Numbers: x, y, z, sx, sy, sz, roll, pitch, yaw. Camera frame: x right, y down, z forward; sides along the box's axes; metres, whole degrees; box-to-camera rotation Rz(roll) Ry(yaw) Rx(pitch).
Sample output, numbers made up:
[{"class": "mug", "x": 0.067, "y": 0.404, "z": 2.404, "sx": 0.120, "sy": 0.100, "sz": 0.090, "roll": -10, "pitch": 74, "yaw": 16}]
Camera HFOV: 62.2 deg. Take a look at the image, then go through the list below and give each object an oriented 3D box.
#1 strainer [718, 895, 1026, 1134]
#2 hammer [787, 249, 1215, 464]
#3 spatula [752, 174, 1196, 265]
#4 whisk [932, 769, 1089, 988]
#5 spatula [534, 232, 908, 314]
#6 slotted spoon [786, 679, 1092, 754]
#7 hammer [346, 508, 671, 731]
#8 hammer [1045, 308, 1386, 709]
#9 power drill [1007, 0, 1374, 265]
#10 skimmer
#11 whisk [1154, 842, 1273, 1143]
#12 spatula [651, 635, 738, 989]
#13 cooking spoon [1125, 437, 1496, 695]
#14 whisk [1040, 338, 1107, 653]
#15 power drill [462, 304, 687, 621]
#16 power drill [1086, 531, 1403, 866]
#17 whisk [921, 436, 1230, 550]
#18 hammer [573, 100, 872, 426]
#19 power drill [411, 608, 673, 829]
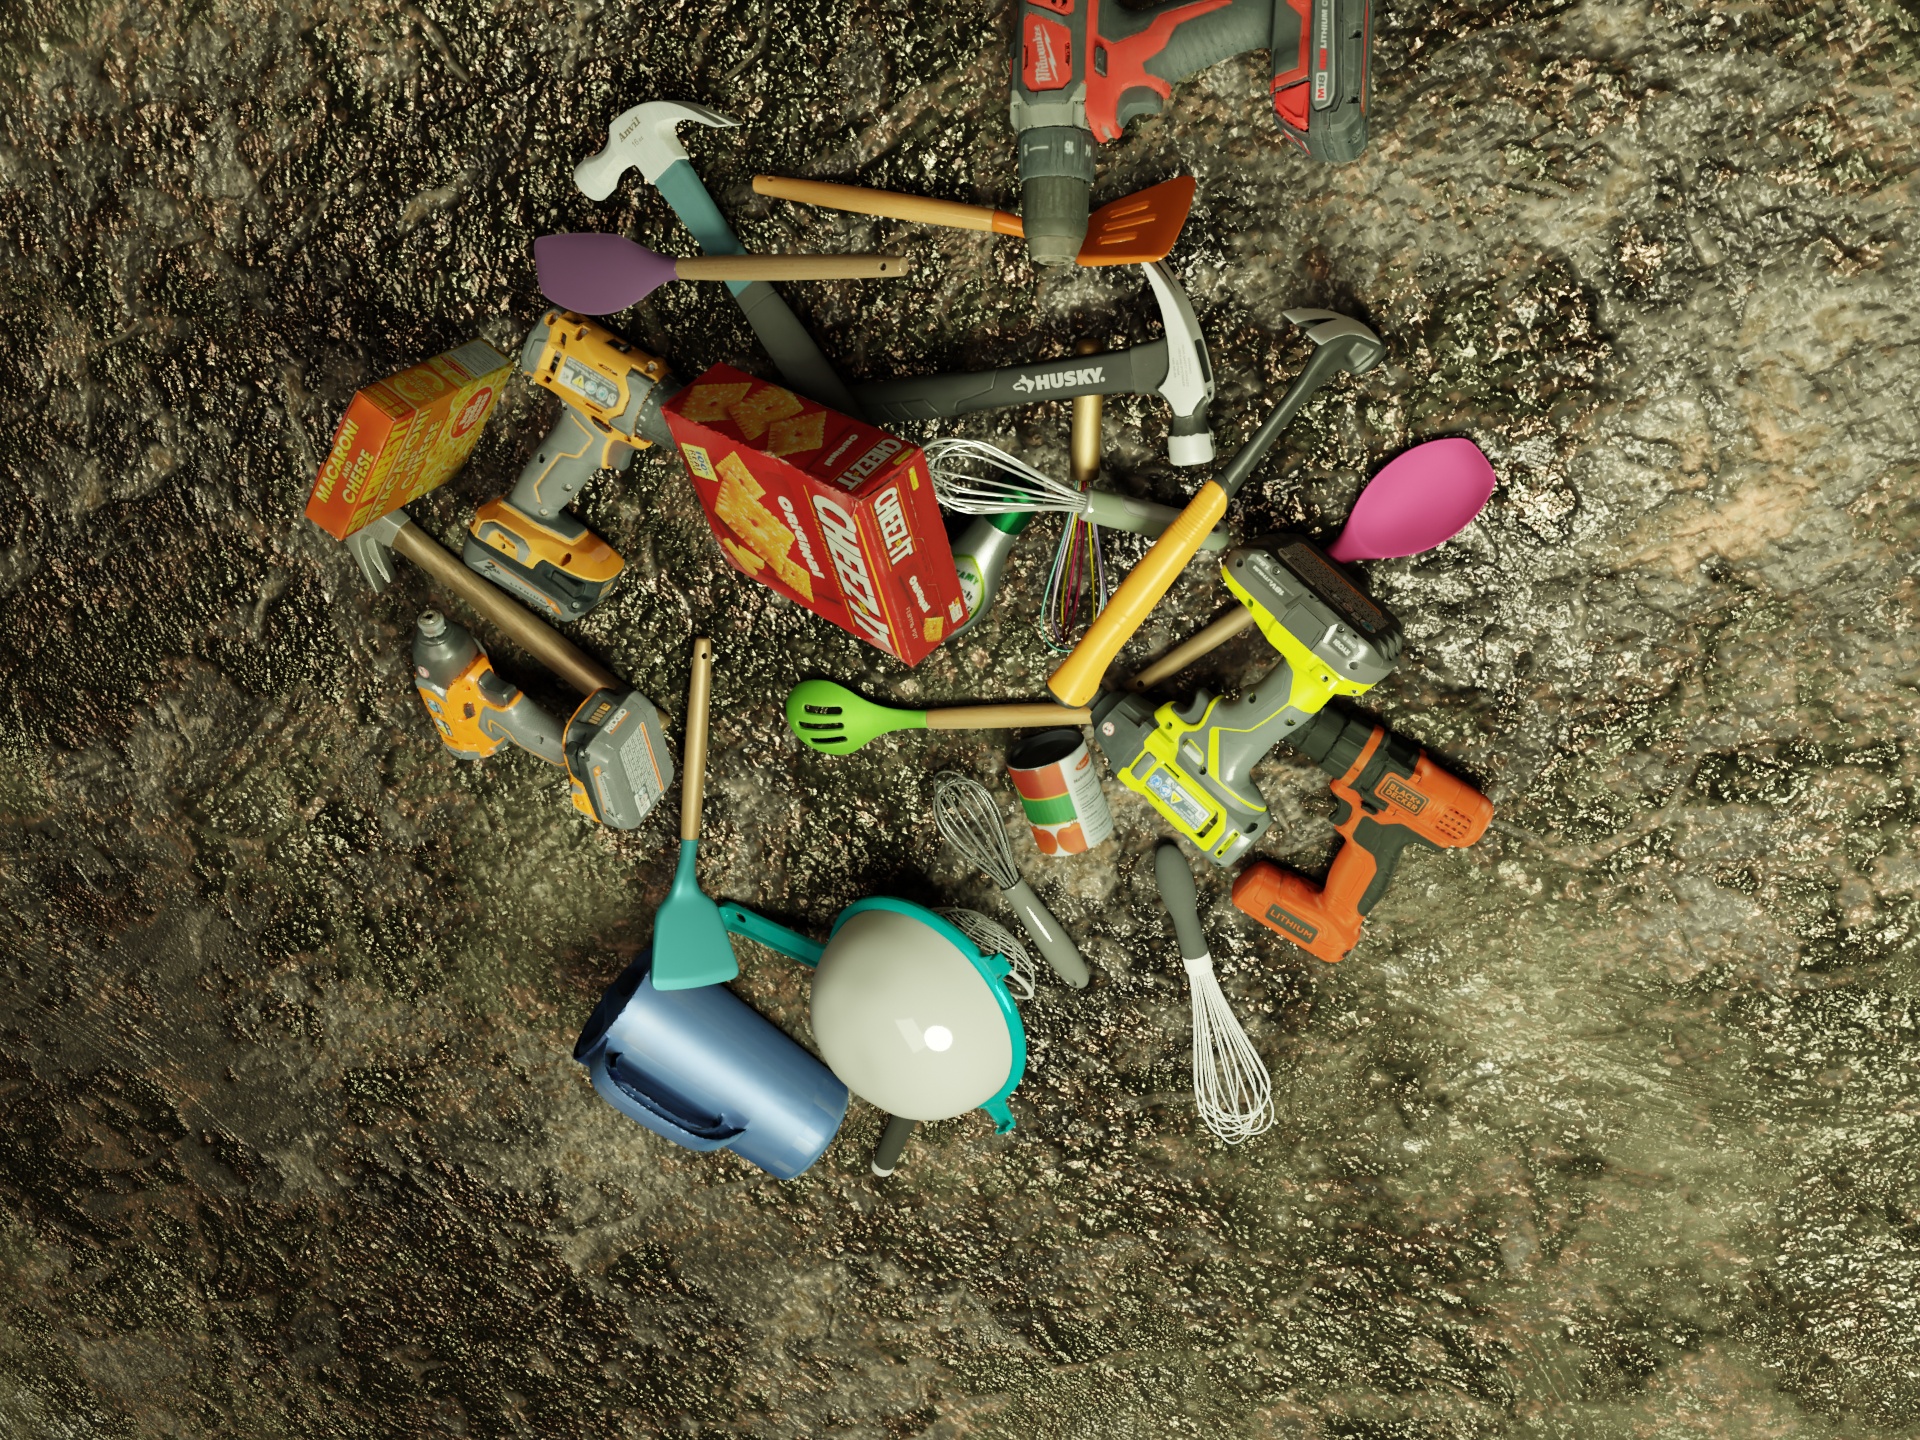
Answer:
[{"class": "strainer", "x": -0.107, "y": 0.241, "z": 1.367, "sx": 0.340, "sy": 0.095, "sz": 0.210, "roll": 19, "pitch": 128, "yaw": 31}, {"class": "hammer", "x": 0.015, "y": -0.245, "z": 1.148, "sx": 0.335, "sy": 0.035, "sz": 0.146, "roll": -2, "pitch": 107, "yaw": 26}, {"class": "spatula", "x": 0.001, "y": -0.358, "z": 1.105, "sx": 0.323, "sy": 0.081, "sz": 0.041, "roll": 14, "pitch": 152, "yaw": 16}, {"class": "whisk", "x": 0.046, "y": 0.138, "z": 1.352, "sx": 0.055, "sy": 0.055, "sz": 0.238, "roll": -24, "pitch": 111, "yaw": 27}, {"class": "spatula", "x": -0.179, "y": -0.322, "z": 1.139, "sx": 0.316, "sy": 0.018, "sz": 0.059, "roll": 6, "pitch": 113, "yaw": 25}, {"class": "slotted spoon", "x": -0.002, "y": -0.004, "z": 1.304, "sx": 0.314, "sy": 0.031, "sz": 0.070, "roll": -2, "pitch": 116, "yaw": 18}, {"class": "hammer", "x": -0.392, "y": -0.089, "z": 1.377, "sx": 0.331, "sy": 0.031, "sz": 0.130, "roll": 39, "pitch": 133, "yaw": -7}, {"class": "hammer", "x": 0.161, "y": -0.137, "z": 1.100, "sx": 0.034, "sy": 0.127, "sz": 0.336, "roll": 46, "pitch": 117, "yaw": 19}, {"class": "power drill", "x": 0.139, "y": -0.386, "z": 1.000, "sx": 0.227, "sy": 0.080, "sz": 0.188, "roll": 4, "pitch": 96, "yaw": 19}, {"class": "skimmer", "x": -0.033, "y": 0.307, "z": 1.437, "sx": 0.127, "sy": 0.090, "sz": 0.363, "roll": 27, "pitch": 122, "yaw": 9}, {"class": "whisk", "x": 0.208, "y": 0.231, "z": 1.343, "sx": 0.070, "sy": 0.070, "sz": 0.284, "roll": -10, "pitch": 108, "yaw": 23}, {"class": "spatula", "x": -0.230, "y": 0.082, "z": 1.390, "sx": 0.082, "sy": 0.044, "sz": 0.317, "roll": -4, "pitch": 111, "yaw": -29}, {"class": "cooking spoon", "x": 0.247, "y": -0.103, "z": 1.173, "sx": 0.319, "sy": 0.017, "sz": 0.068, "roll": -35, "pitch": 97, "yaw": 29}, {"class": "whisk", "x": 0.088, "y": -0.160, "z": 1.185, "sx": 0.051, "sy": 0.047, "sz": 0.244, "roll": 2, "pitch": 113, "yaw": 4}, {"class": "power drill", "x": -0.284, "y": -0.191, "z": 1.271, "sx": 0.185, "sy": 0.084, "sz": 0.226, "roll": 30, "pitch": 117, "yaw": -1}, {"class": "power drill", "x": 0.199, "y": -0.022, "z": 1.167, "sx": 0.171, "sy": 0.080, "sz": 0.223, "roll": 45, "pitch": 123, "yaw": 14}, {"class": "whisk", "x": 0.082, "y": -0.158, "z": 1.138, "sx": 0.246, "sy": 0.058, "sz": 0.059, "roll": 11, "pitch": 142, "yaw": -17}, {"class": "hammer", "x": -0.146, "y": -0.304, "z": 1.161, "sx": 0.128, "sy": 0.033, "sz": 0.331, "roll": -32, "pitch": 94, "yaw": 32}, {"class": "power drill", "x": -0.366, "y": -0.008, "z": 1.351, "sx": 0.226, "sy": 0.084, "sz": 0.164, "roll": 21, "pitch": 145, "yaw": 19}]
